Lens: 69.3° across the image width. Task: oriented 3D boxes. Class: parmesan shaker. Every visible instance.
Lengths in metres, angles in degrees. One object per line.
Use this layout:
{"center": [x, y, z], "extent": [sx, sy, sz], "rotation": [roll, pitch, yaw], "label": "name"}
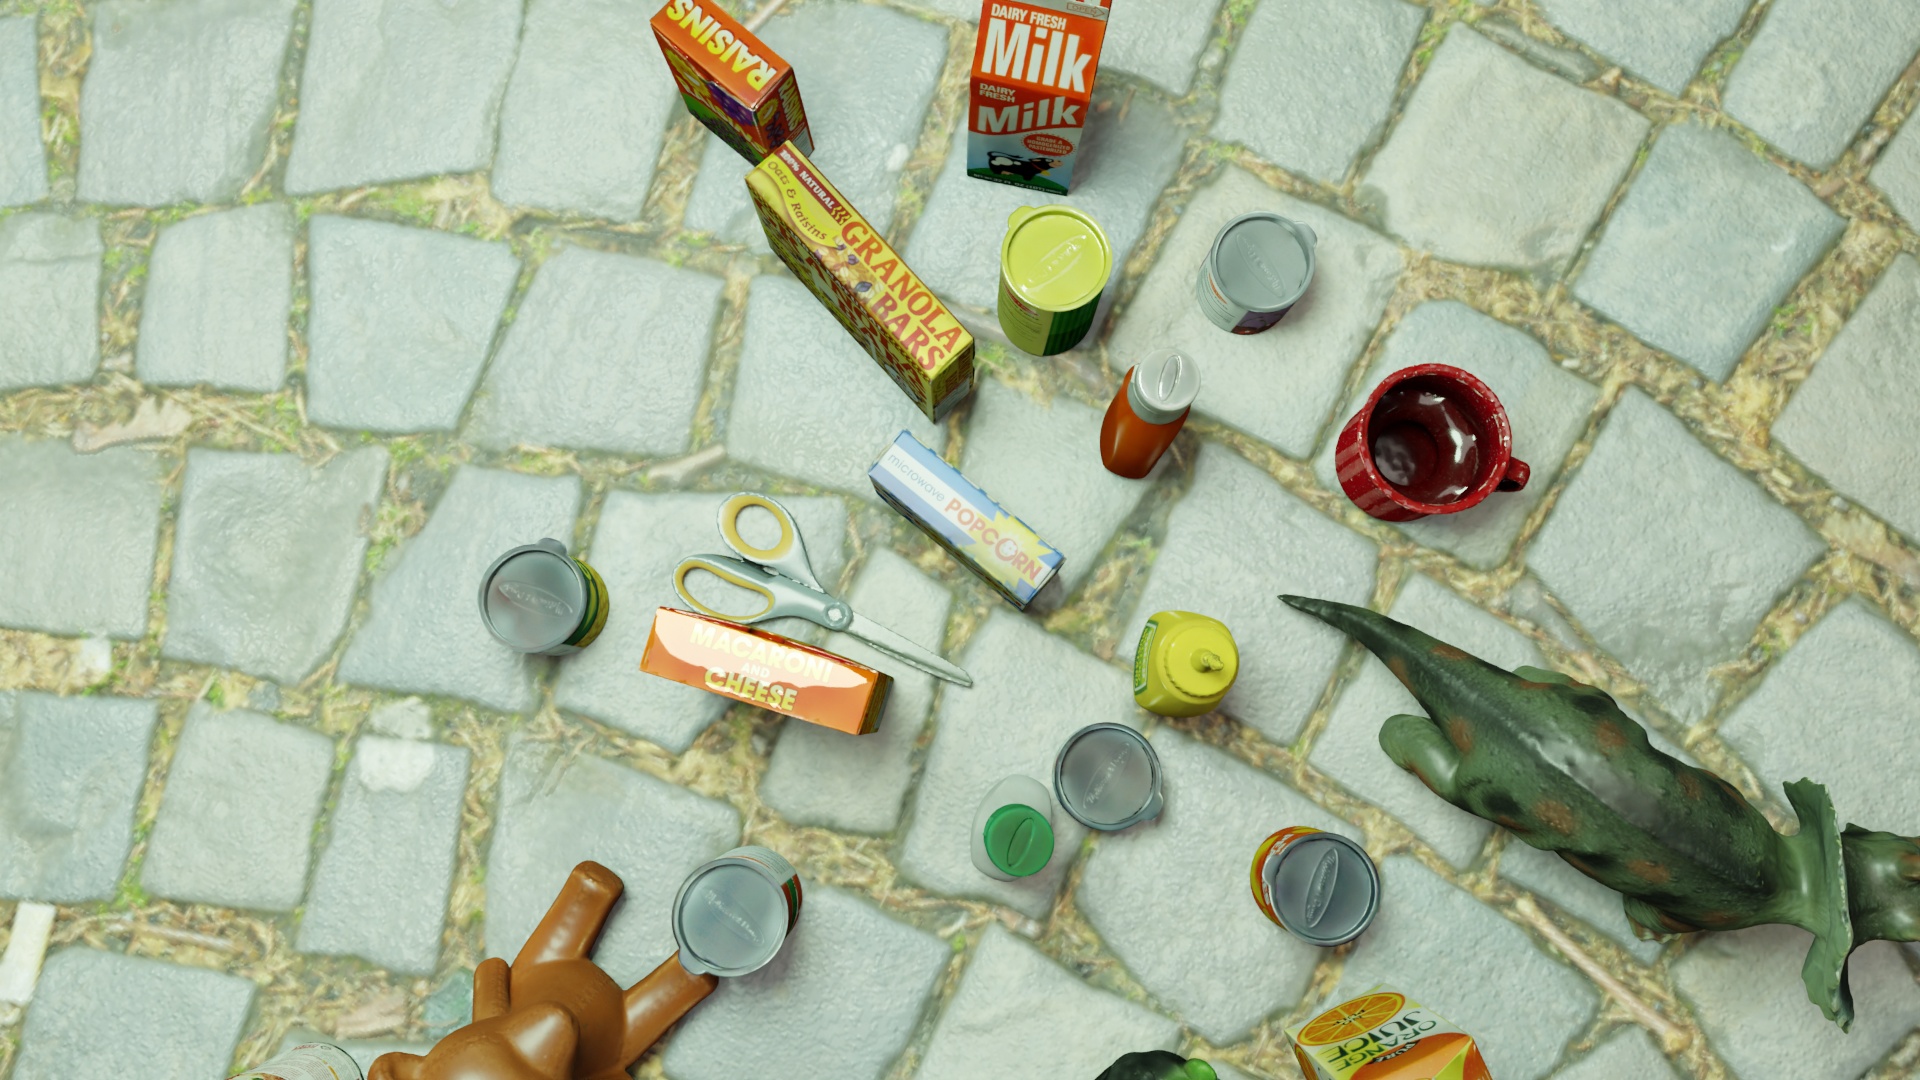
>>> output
{"center": [0.055, -0.163, 0.873], "extent": [0.071, 0.103, 0.071], "rotation": [0, 82, 0], "label": "parmesan shaker"}

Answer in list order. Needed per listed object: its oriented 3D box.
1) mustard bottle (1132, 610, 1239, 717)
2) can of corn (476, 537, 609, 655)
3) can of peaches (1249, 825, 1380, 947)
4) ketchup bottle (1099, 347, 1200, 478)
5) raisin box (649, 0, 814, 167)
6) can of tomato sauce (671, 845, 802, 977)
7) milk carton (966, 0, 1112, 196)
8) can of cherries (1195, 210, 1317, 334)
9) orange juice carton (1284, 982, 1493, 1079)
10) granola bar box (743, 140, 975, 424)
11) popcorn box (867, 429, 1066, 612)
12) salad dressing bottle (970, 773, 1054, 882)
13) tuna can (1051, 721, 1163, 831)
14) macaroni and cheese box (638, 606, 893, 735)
{"center": [0.133, 0.071, 0.812], "extent": [0.049, 0.160, 0.065], "rotation": [10, 83, 1], "label": "mustard bottle"}
{"center": [-0.258, 0.036, 0.866], "extent": [0.071, 0.058, 0.071], "rotation": [0, 82, 0], "label": "can of corn"}
{"center": [0.212, 0.208, 0.845], "extent": [0.071, 0.058, 0.071], "rotation": [0, 82, 0], "label": "can of peaches"}
{"center": [0.114, -0.080, 0.839], "extent": [0.043, 0.148, 0.065], "rotation": [16, 83, 2], "label": "ketchup bottle"}
{"center": [-0.142, -0.285, 0.879], "extent": [0.086, 0.123, 0.040], "rotation": [41, 84, 5], "label": "raisin box"}
{"center": [-0.132, 0.221, 0.828], "extent": [0.071, 0.083, 0.071], "rotation": [0, 82, 0], "label": "can of tomato sauce"}
{"center": [0.046, -0.284, 0.846], "extent": [0.072, 0.190, 0.073], "rotation": [12, 83, 1], "label": "milk carton"}
{"center": [0.192, -0.173, 0.898], "extent": [0.071, 0.058, 0.071], "rotation": [0, 82, 0], "label": "can of cherries"}
{"center": [0.246, 0.308, 0.763], "extent": [0.073, 0.192, 0.072], "rotation": [-24, 83, -3], "label": "orange juice carton"}
{"center": [-0.058, -0.156, 0.861], "extent": [0.039, 0.124, 0.165], "rotation": [-42, 84, -5], "label": "granola bar box"}
{"center": [0.003, -0.011, 0.861], "extent": [0.127, 0.085, 0.038], "rotation": [39, 84, 5], "label": "popcorn box"}
{"center": [0.031, 0.169, 0.804], "extent": [0.044, 0.147, 0.064], "rotation": [24, 83, 3], "label": "salad dressing bottle"}
{"center": [0.092, 0.148, 0.865], "extent": [0.071, 0.033, 0.071], "rotation": [0, 82, 0], "label": "tuna can"}
{"center": [-0.106, 0.077, 0.807], "extent": [0.124, 0.166, 0.040], "rotation": [16, 83, 2], "label": "macaroni and cheese box"}
